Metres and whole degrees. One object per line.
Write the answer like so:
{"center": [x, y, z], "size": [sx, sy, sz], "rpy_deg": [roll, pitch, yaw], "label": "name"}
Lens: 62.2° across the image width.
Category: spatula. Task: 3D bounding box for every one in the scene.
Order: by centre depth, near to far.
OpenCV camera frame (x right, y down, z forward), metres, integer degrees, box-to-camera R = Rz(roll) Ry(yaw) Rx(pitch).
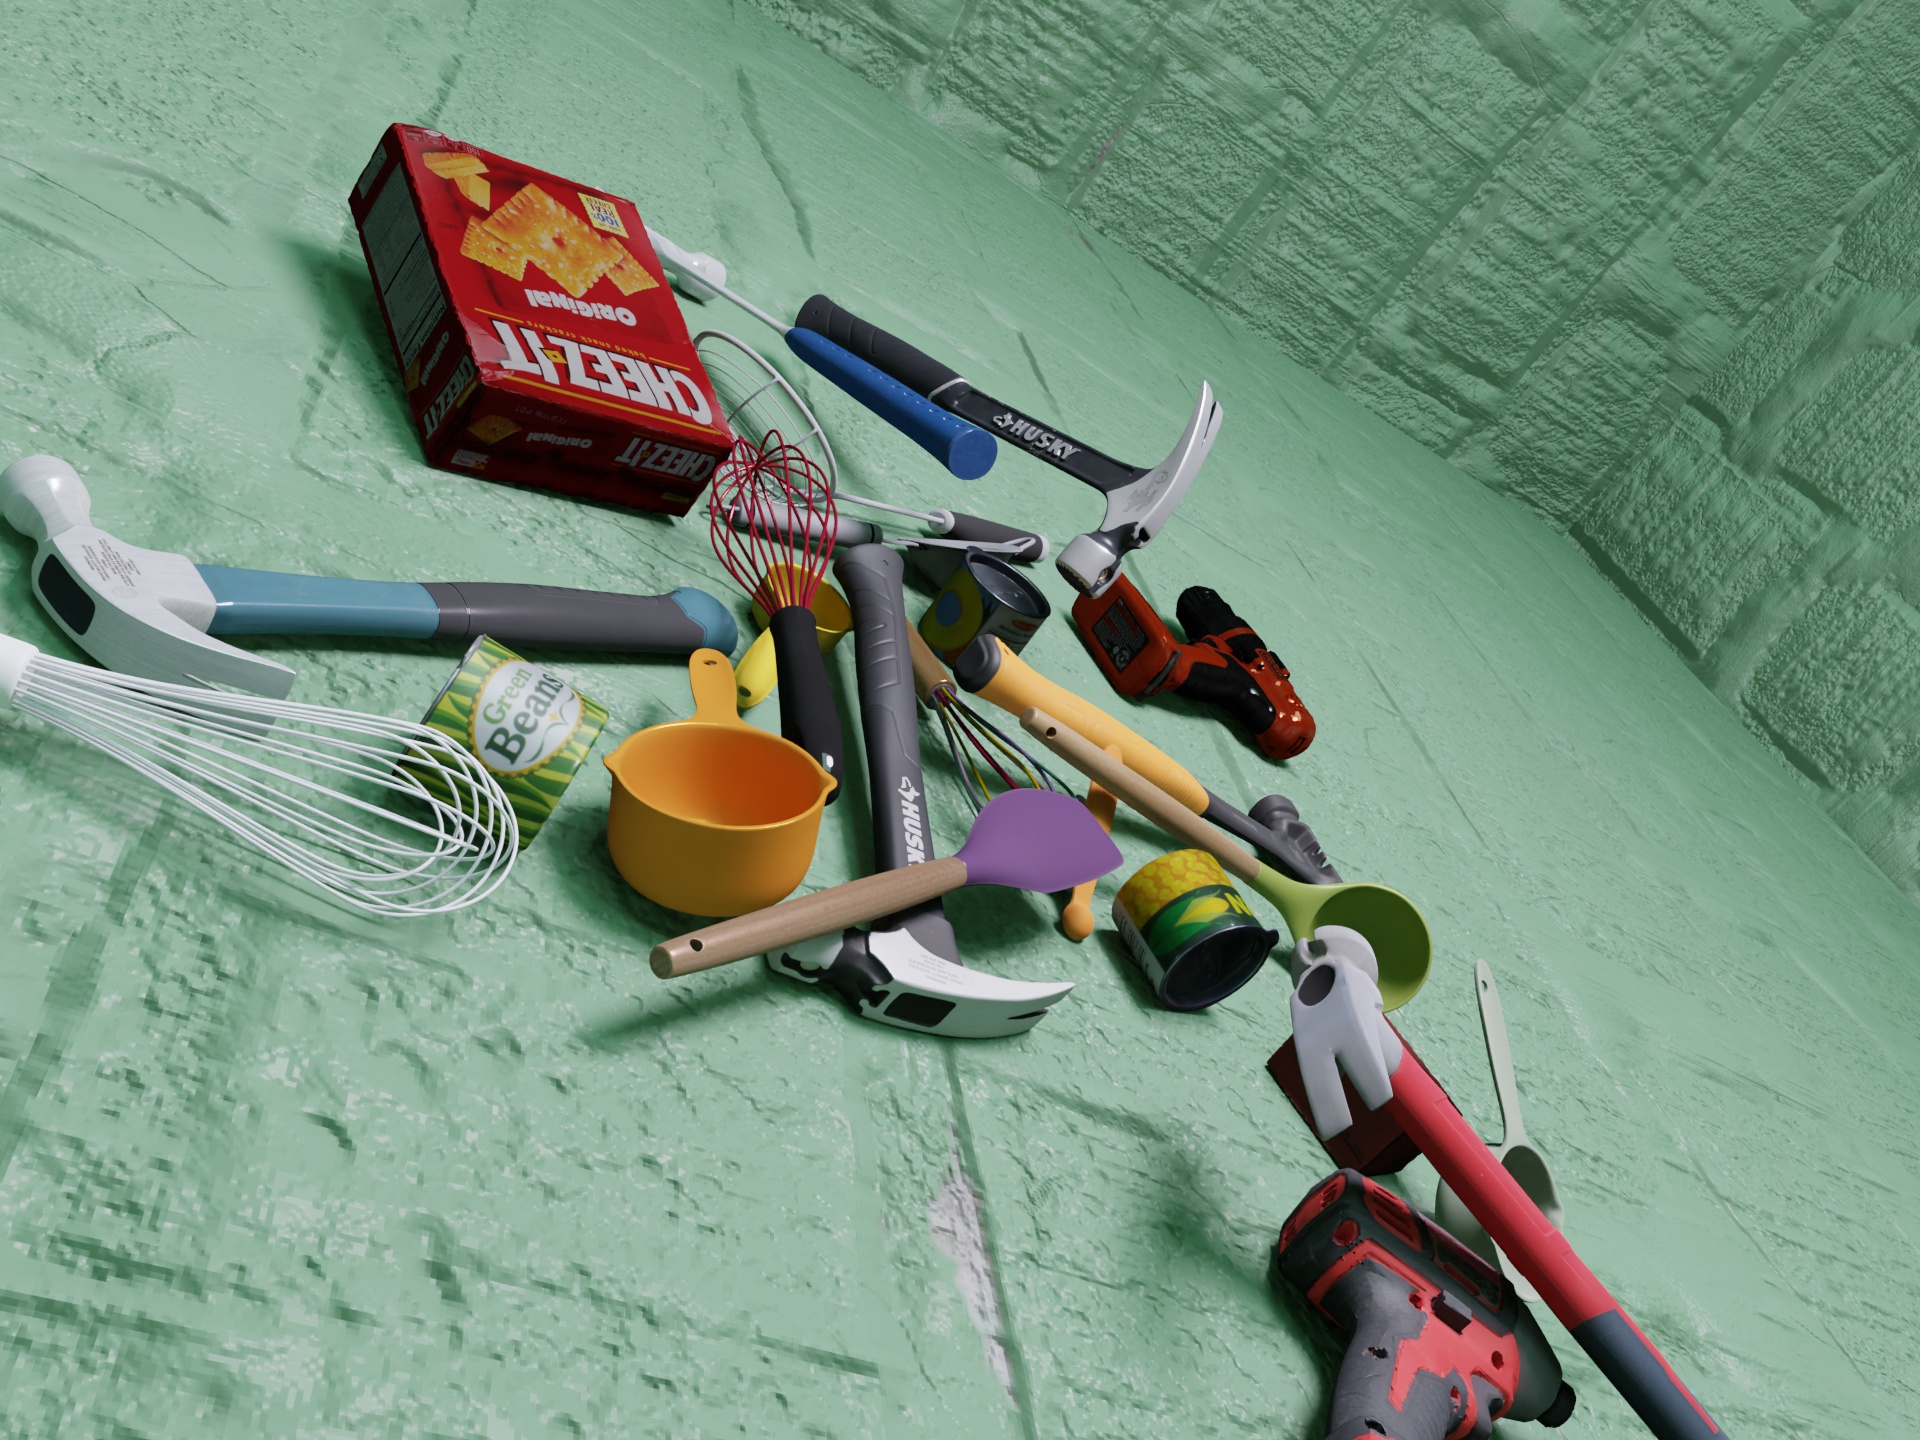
{"center": [-0.019, 0.069, 0.696], "size": [0.060, 0.018, 0.316], "rpy_deg": [52, 31, 18], "label": "spatula"}

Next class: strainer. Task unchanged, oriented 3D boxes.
{"center": [-0.054, -0.117, 1.042], "size": [0.258, 0.050, 0.087], "rpy_deg": [7, 6, -38], "label": "strainer"}

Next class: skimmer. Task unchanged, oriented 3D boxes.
{"center": [-0.042, -0.175, 1.097], "size": [0.127, 0.090, 0.363], "rpy_deg": [30, 14, 38], "label": "skimmer"}

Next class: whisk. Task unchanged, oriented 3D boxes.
{"center": [-0.283, -0.005, 0.526], "size": [0.284, 0.070, 0.070], "rpy_deg": [24, 27, -18], "label": "whisk"}
{"center": [-0.087, -0.059, 0.803], "size": [0.073, 0.073, 0.296], "rpy_deg": [23, 30, -29], "label": "whisk"}
{"center": [-0.001, -0.005, 0.902], "size": [0.245, 0.051, 0.047], "rpy_deg": [55, -4, 44], "label": "whisk"}

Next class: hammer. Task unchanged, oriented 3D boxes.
{"center": [0.270, 0.260, 0.672], "size": [0.386, 0.038, 0.143], "rpy_deg": [50, 17, -7], "label": "hammer"}
{"center": [-0.226, -0.049, 0.699], "size": [0.128, 0.033, 0.331], "rpy_deg": [49, 27, 25], "label": "hammer"}
{"center": [-0.030, 0.018, 0.806], "size": [0.146, 0.035, 0.335], "rpy_deg": [25, 33, -26], "label": "hammer"}
{"center": [0.123, 0.039, 0.952], "size": [0.336, 0.034, 0.127], "rpy_deg": [30, 23, -37], "label": "hammer"}
{"center": [0.007, -0.222, 1.087], "size": [0.409, 0.149, 0.036], "rpy_deg": [38, -6, 42], "label": "hammer"}
{"center": [-0.122, -0.267, 1.096], "size": [0.406, 0.035, 0.144], "rpy_deg": [39, 12, 37], "label": "hammer"}

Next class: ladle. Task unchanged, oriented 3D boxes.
{"center": [0.153, 0.077, 0.890], "size": [0.319, 0.078, 0.062], "rpy_deg": [34, -2, -31], "label": "ladle"}

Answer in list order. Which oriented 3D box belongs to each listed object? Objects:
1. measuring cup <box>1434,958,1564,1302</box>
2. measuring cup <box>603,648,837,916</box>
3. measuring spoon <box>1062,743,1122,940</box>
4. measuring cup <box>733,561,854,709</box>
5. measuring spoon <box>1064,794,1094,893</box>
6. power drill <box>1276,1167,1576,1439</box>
{"center": [0.264, 0.207, 0.808], "size": [0.083, 0.038, 0.168], "rpy_deg": [8, 72, -45], "label": "measuring cup"}
{"center": [-0.110, 0.024, 0.696], "size": [0.095, 0.052, 0.174], "rpy_deg": [6, 25, -14], "label": "measuring cup"}
{"center": [0.074, 0.063, 0.855], "size": [0.021, 0.011, 0.117], "rpy_deg": [33, 58, -30], "label": "measuring spoon"}
{"center": [-0.102, -0.038, 0.860], "size": [0.062, 0.029, 0.157], "rpy_deg": [36, 30, -8], "label": "measuring cup"}
{"center": [0.063, 0.069, 0.907], "size": [0.034, 0.018, 0.124], "rpy_deg": [51, 16, -7], "label": "measuring spoon"}
{"center": [0.191, 0.284, 0.628], "size": [0.143, 0.078, 0.220], "rpy_deg": [38, 21, 0], "label": "power drill"}
